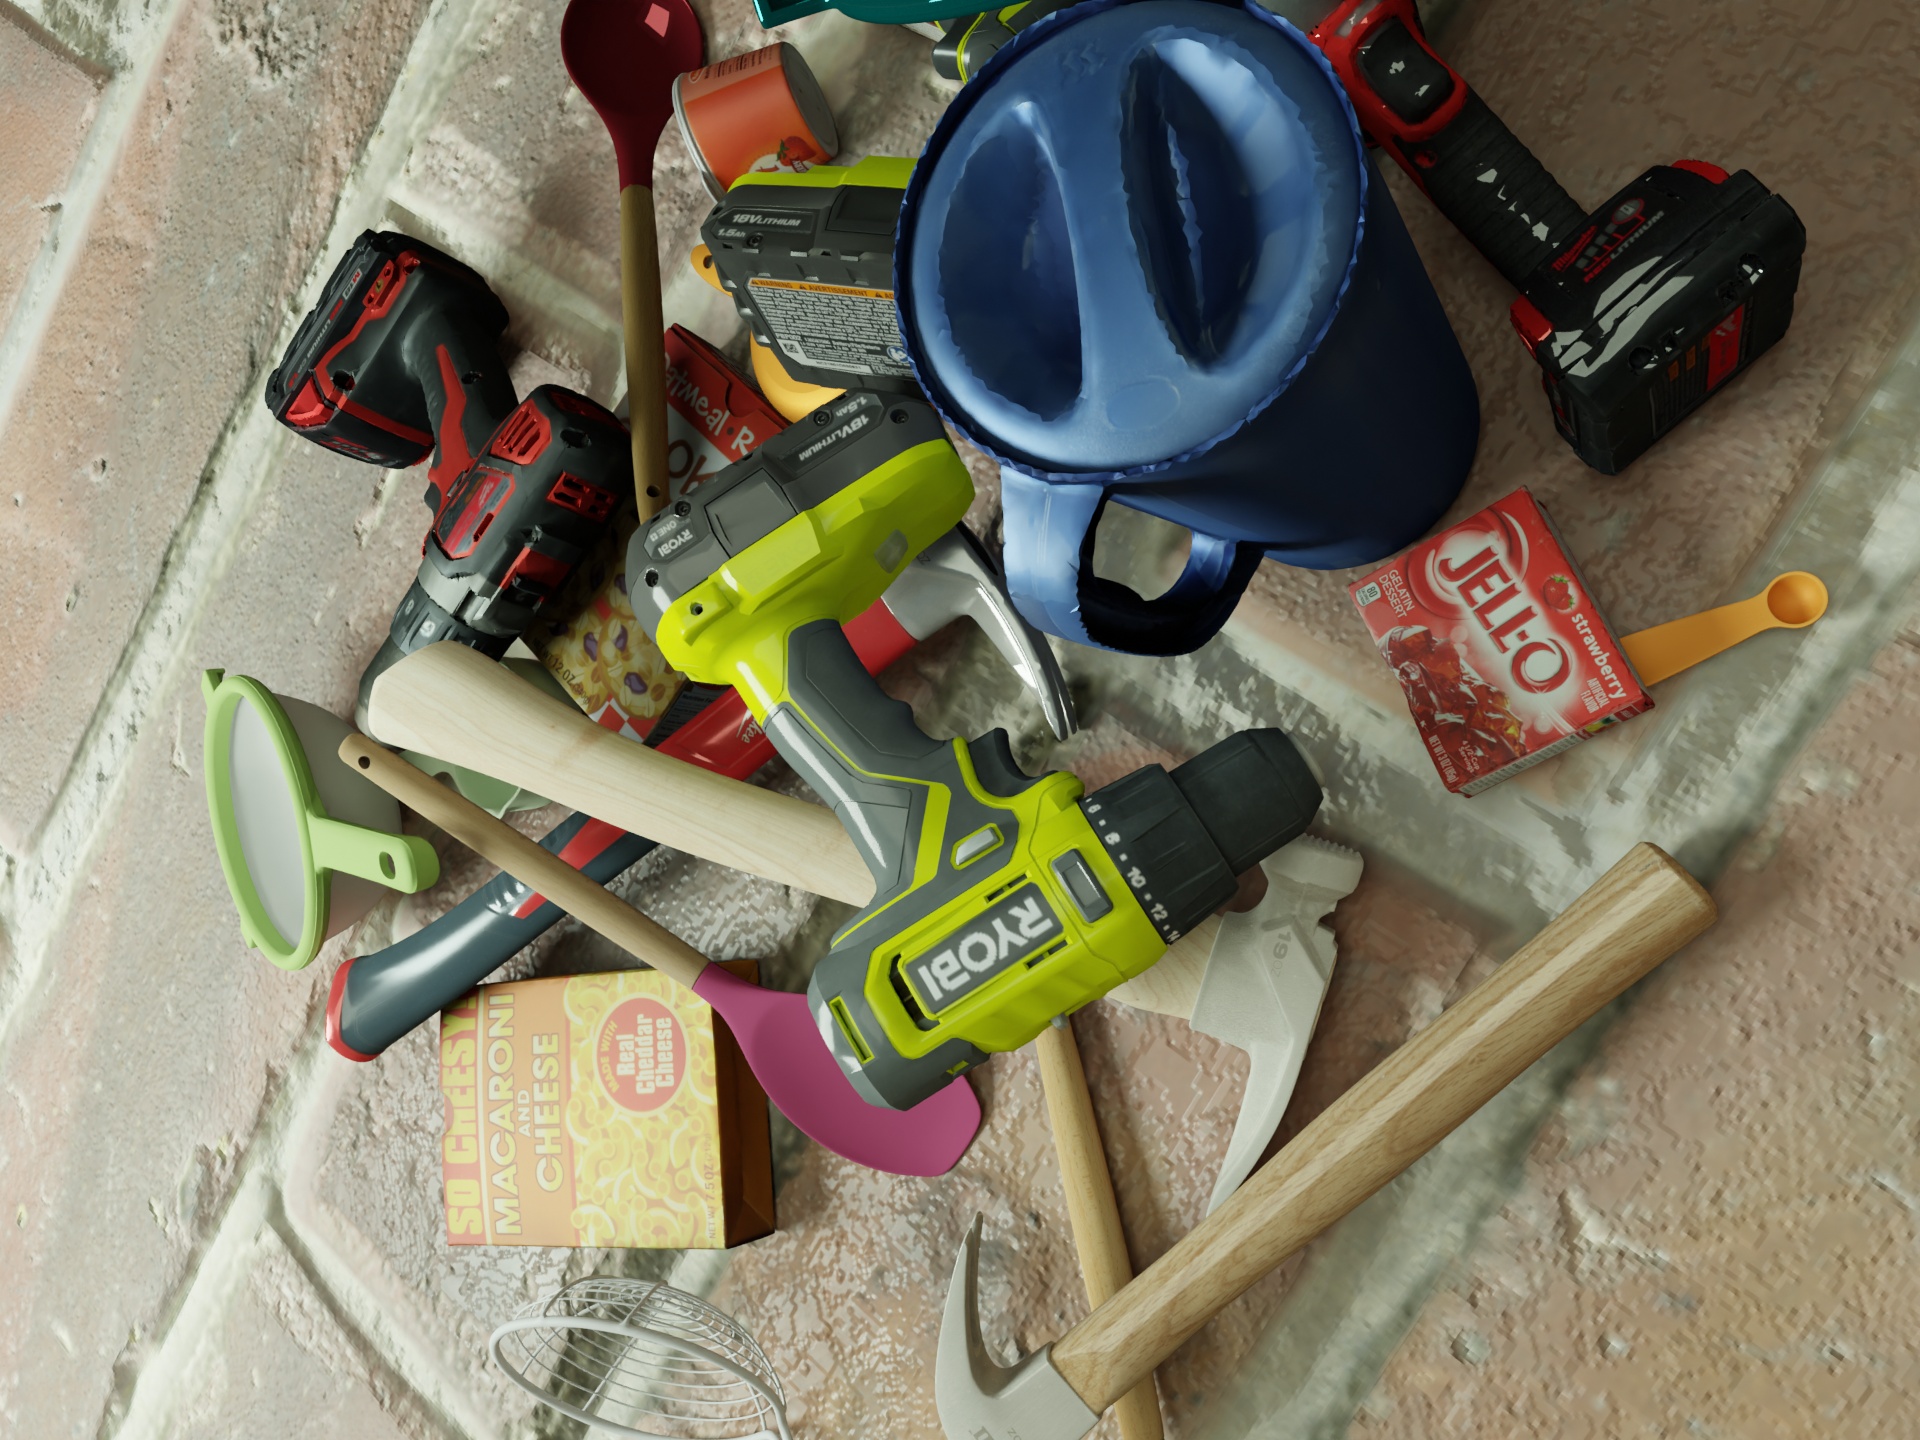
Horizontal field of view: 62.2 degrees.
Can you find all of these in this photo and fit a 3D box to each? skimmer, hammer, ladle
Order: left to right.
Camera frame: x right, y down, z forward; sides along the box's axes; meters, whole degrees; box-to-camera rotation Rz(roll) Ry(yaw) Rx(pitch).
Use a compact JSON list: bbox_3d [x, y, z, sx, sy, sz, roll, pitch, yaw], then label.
[{"bbox_3d":[-0.147,-0.224,0.735,0.069,0.031,0.316,-3,66,-10],"label":"ladle"},{"bbox_3d":[-0.133,0.052,0.703,0.386,0.038,0.143,-37,85,16],"label":"hammer"},{"bbox_3d":[-0.060,0.060,0.641,0.411,0.038,0.146,17,94,14],"label":"hammer"},{"bbox_3d":[-0.058,0.376,0.635,0.363,0.090,0.127,50,140,20],"label":"skimmer"},{"bbox_3d":[0.124,0.161,0.563,0.331,0.031,0.130,-43,86,8],"label":"hammer"}]

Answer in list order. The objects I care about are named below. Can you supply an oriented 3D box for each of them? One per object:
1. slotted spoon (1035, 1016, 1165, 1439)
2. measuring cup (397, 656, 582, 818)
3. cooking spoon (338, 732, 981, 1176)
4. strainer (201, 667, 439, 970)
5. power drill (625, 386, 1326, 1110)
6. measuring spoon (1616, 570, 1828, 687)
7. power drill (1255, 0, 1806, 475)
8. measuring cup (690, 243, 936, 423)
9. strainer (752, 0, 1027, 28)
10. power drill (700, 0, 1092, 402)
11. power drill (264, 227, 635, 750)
[{"bbox_3d":[0.067,0.252,0.616,0.070,0.031,0.314,-20,74,25],"label":"slotted spoon"},{"bbox_3d":[-0.247,0.017,0.807,0.167,0.038,0.083,-18,78,43],"label":"measuring cup"},{"bbox_3d":[-0.132,0.095,0.681,0.319,0.017,0.068,32,105,3],"label":"cooking spoon"},{"bbox_3d":[-0.293,0.050,0.775,0.256,0.069,0.151,5,103,47],"label":"strainer"},{"bbox_3d":[-0.001,-0.002,0.574,0.190,0.080,0.229,-33,75,3],"label":"power drill"},{"bbox_3d":[0.243,-0.022,0.559,0.117,0.011,0.021,-25,68,27],"label":"measuring spoon"},{"bbox_3d":[0.173,-0.195,0.538,0.078,0.143,0.220,-42,70,15],"label":"power drill"},{"bbox_3d":[-0.081,-0.188,0.719,0.174,0.052,0.095,34,107,30],"label":"measuring cup"},{"bbox_3d":[0.069,-0.356,0.531,0.211,0.095,0.340,8,50,37],"label":"strainer"},{"bbox_3d":[0.000,-0.234,0.599,0.171,0.080,0.223,13,67,25],"label":"power drill"},{"bbox_3d":[-0.258,-0.113,0.769,0.188,0.080,0.227,-52,53,14],"label":"power drill"}]
